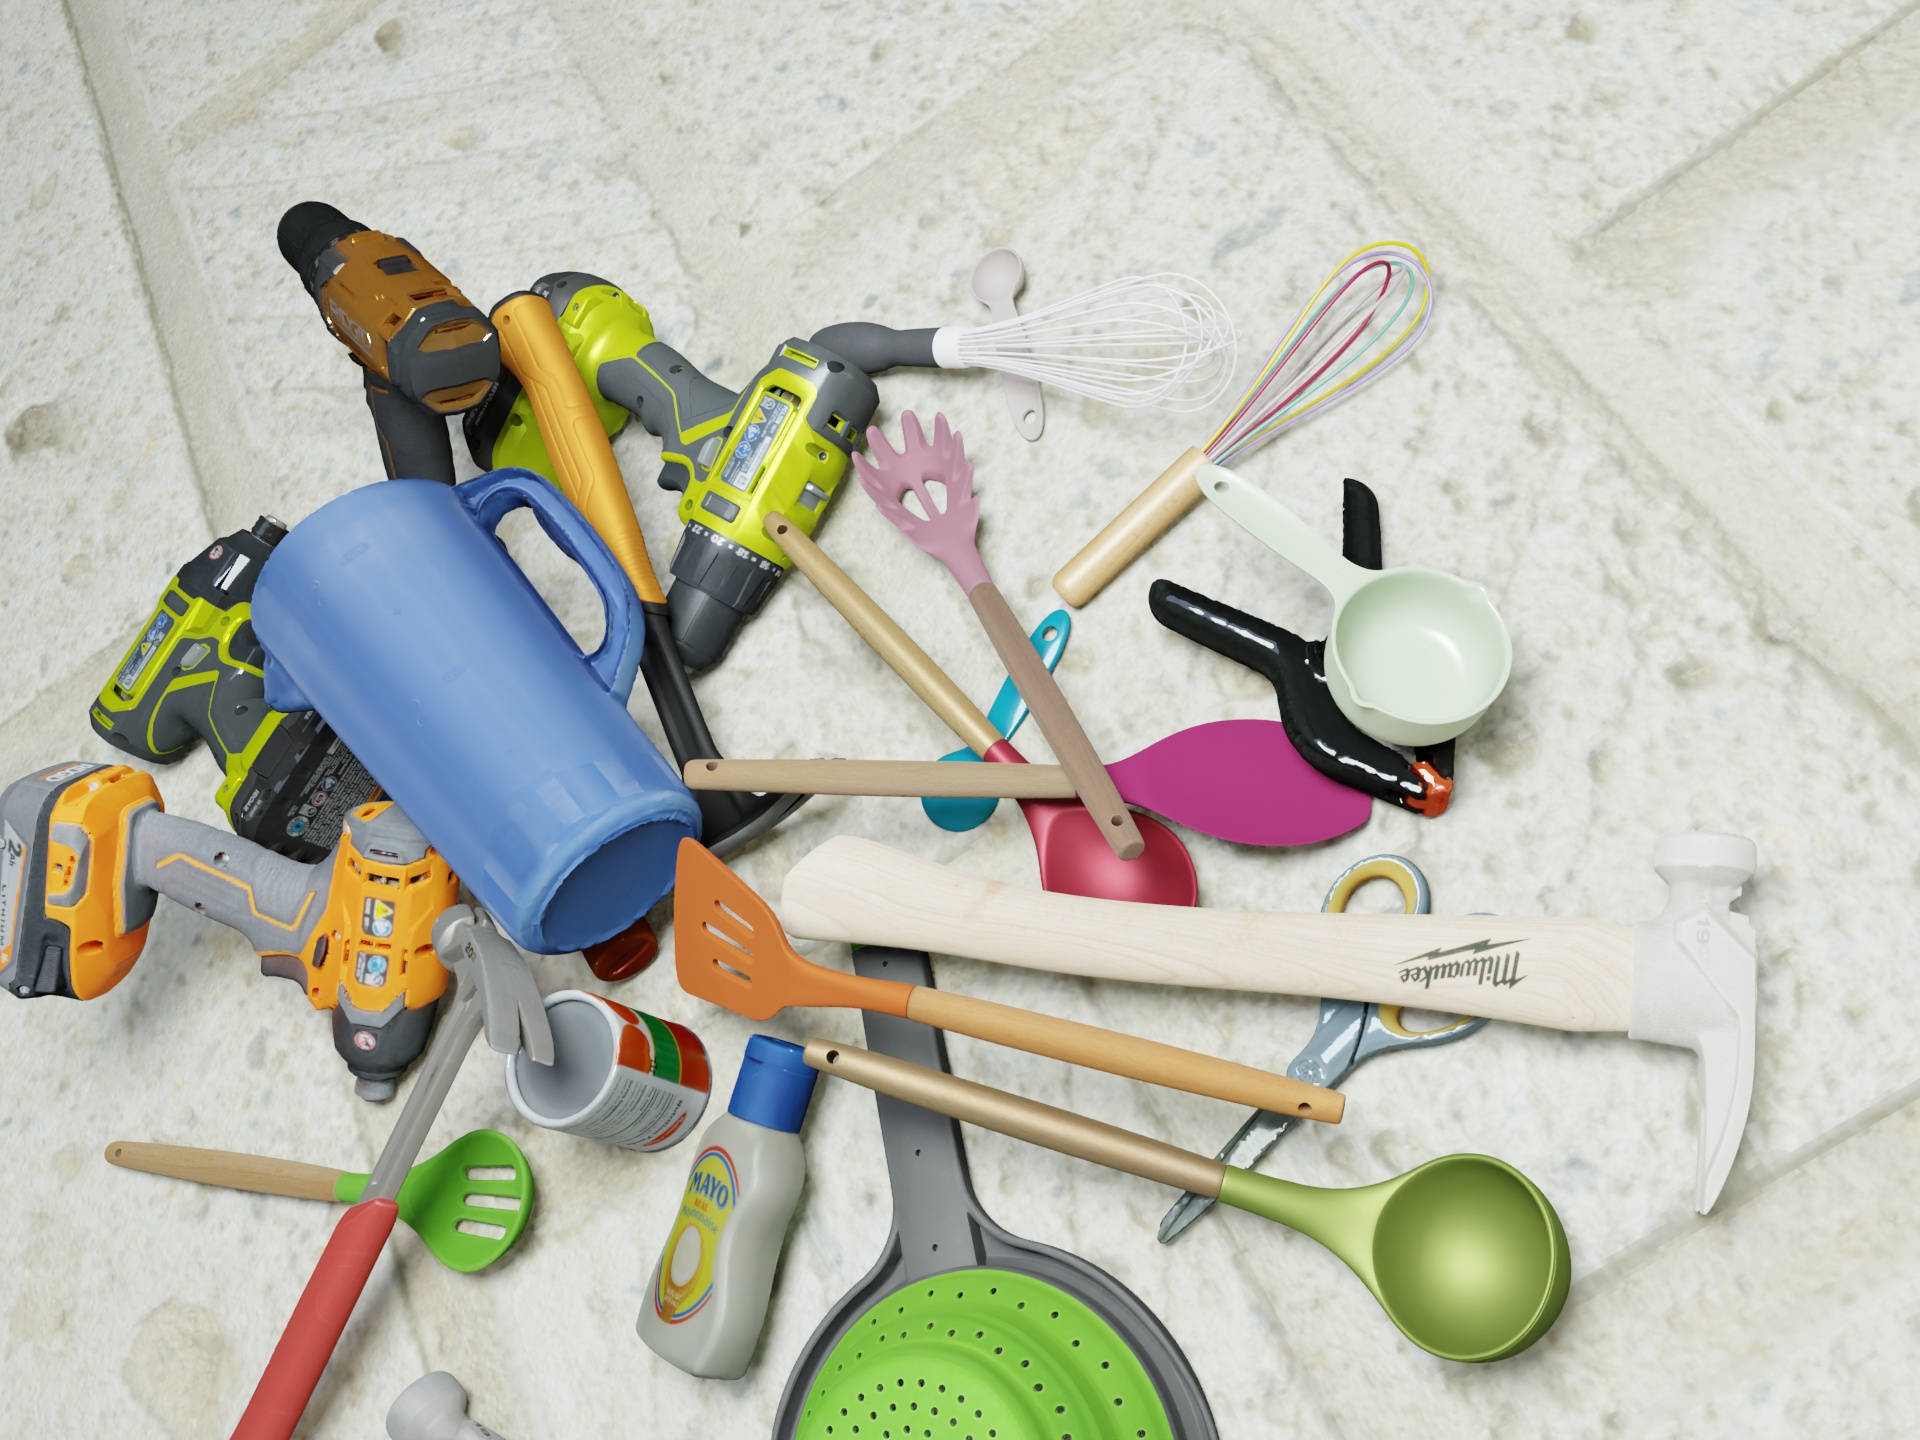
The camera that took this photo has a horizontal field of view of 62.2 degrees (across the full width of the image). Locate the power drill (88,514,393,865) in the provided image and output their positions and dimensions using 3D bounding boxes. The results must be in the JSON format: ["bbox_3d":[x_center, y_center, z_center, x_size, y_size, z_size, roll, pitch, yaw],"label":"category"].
[{"bbox_3d":[-0.425,-0.022,0.971,0.223,0.080,0.171,30,87,33],"label":"power drill"}]

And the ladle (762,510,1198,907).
[{"bbox_3d":[-0.001,-0.003,0.785,0.069,0.031,0.316,-41,67,-6],"label":"ladle"}]

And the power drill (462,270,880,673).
[{"bbox_3d":[-0.176,-0.149,0.917,0.229,0.080,0.190,29,91,27],"label":"power drill"}]

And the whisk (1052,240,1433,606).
[{"bbox_3d":[0.138,-0.149,0.801,0.245,0.047,0.051,-43,53,6],"label":"whisk"}]

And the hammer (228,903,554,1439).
[{"bbox_3d":[-0.297,0.272,0.766,0.359,0.036,0.149,-63,31,5],"label":"hammer"}]

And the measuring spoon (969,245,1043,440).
[{"bbox_3d":[0.032,-0.209,0.891,0.034,0.018,0.124,-21,69,26],"label":"measuring spoon"}]

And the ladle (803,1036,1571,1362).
[{"bbox_3d":[0.081,0.178,0.648,0.320,0.062,0.078,14,71,15],"label":"ladle"}]

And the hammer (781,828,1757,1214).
[{"bbox_3d":[0.113,0.107,0.682,0.411,0.038,0.146,3,76,19],"label":"hammer"}]

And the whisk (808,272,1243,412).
[{"bbox_3d":[0.023,-0.199,0.853,0.285,0.070,0.070,9,73,38],"label":"whisk"}]

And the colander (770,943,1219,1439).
[{"bbox_3d":[-0.018,0.240,0.676,0.204,0.094,0.397,-20,63,15],"label":"colander"}]

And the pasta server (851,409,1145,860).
[{"bbox_3d":[0.018,-0.051,0.781,0.060,0.040,0.317,-25,47,-2],"label":"pasta server"}]

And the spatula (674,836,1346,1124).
[{"bbox_3d":[0.005,0.124,0.691,0.323,0.041,0.081,11,109,19],"label":"spatula"}]

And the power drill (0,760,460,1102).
[{"bbox_3d":[-0.385,0.113,0.848,0.226,0.084,0.164,10,102,-1],"label":"power drill"}]

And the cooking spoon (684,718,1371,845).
[{"bbox_3d":[0.028,0.028,0.741,0.319,0.017,0.069,1,55,5],"label":"cooking spoon"}]

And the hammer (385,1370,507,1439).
[{"bbox_3d":[-0.279,0.302,0.593,0.143,0.386,0.038,32,84,30],"label":"hammer"}]

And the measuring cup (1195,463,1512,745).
[{"bbox_3d":[0.165,-0.054,0.706,0.083,0.038,0.168,-40,68,-16],"label":"measuring cup"}]

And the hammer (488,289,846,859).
[{"bbox_3d":[-0.176,-0.088,0.852,0.127,0.034,0.337,-31,76,25],"label":"hammer"}]

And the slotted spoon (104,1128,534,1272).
[{"bbox_3d":[-0.350,0.247,0.858,0.314,0.031,0.070,-1,70,25],"label":"slotted spoon"}]

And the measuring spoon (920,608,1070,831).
[{"bbox_3d":[0.018,-0.004,0.803,0.042,0.021,0.128,26,83,30],"label":"measuring spoon"}]

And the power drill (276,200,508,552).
[{"bbox_3d":[-0.329,-0.171,0.911,0.084,0.226,0.185,-25,51,-35],"label":"power drill"}]
